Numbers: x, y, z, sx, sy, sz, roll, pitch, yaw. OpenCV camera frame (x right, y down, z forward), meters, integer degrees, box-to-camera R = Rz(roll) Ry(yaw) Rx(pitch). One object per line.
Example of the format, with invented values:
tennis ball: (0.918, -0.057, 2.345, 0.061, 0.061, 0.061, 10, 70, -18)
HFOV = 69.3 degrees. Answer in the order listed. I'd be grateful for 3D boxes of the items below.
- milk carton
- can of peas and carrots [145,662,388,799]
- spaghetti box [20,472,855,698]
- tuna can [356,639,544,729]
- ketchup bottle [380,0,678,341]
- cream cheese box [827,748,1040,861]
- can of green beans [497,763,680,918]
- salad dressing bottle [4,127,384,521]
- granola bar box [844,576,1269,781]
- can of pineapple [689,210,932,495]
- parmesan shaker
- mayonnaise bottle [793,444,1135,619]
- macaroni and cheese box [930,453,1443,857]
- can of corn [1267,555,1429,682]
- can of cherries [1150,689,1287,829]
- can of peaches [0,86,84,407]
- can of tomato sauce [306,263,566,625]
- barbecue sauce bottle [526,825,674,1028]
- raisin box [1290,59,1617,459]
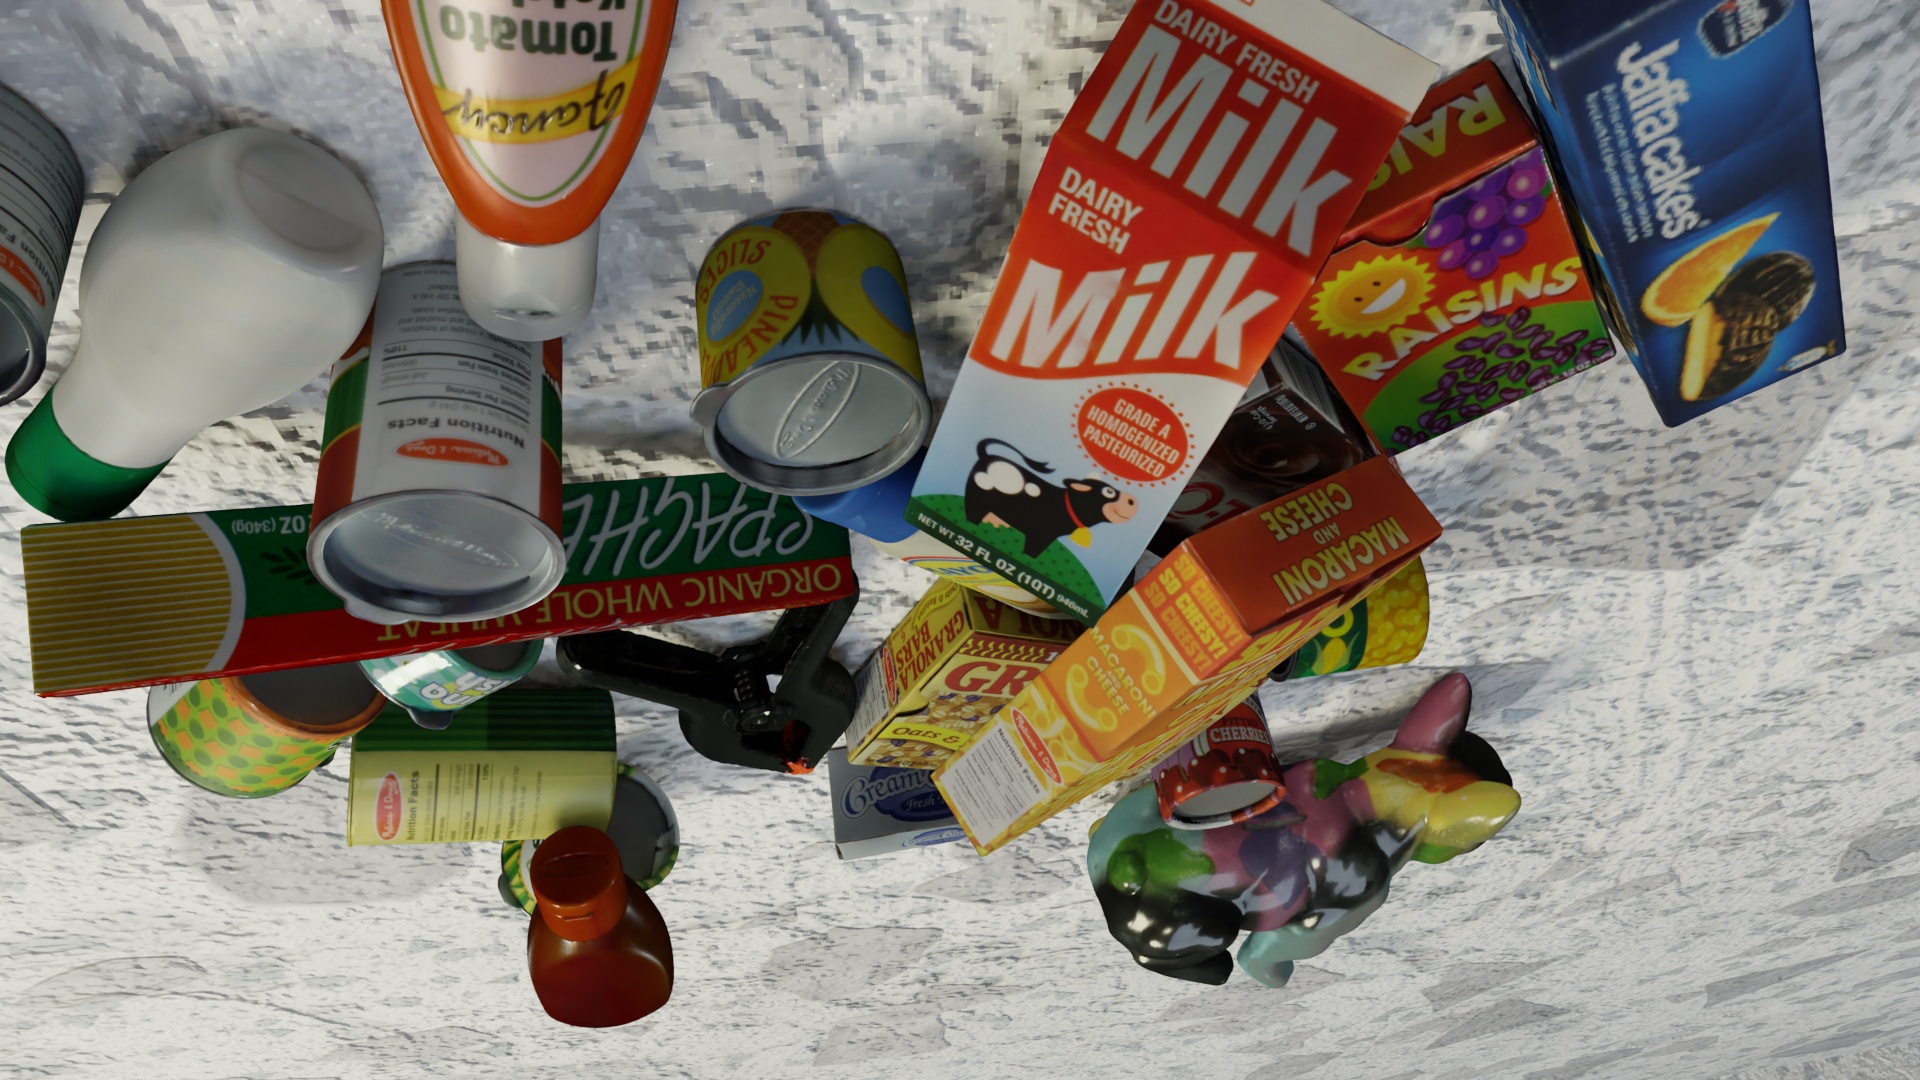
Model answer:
milk carton: (0.052, -0.068, 0.385, 0.072, 0.074, 0.189, 31, 139, 4)
can of peas and carrots: (-0.252, 0.055, 0.515, 0.058, 0.071, 0.071, -34, 141, 31)
spaghetti box: (-0.154, 0.009, 0.451, 0.251, 0.050, 0.028, -6, 176, -25)
tuna can: (-0.181, 0.028, 0.490, 0.033, 0.071, 0.071, -26, 144, 20)
ketchup bottle: (-0.102, -0.110, 0.329, 0.065, 0.044, 0.148, 0, 146, -17)
cream cheese box: (-0.015, 0.127, 0.709, 0.104, 0.053, 0.024, -10, 145, -2)
can of green beans: (-0.181, 0.150, 0.683, 0.057, 0.071, 0.071, -34, 141, 31)
salad dressing bottle: (-0.217, -0.053, 0.383, 0.147, 0.044, 0.064, -31, 143, 31)
granola bar box: (0.044, 0.067, 0.648, 0.166, 0.039, 0.123, 9, 142, -28)
can of pineapple: (-0.046, -0.056, 0.414, 0.071, 0.058, 0.070, -8, 147, -5)
parmesan shaker: (-0.204, 0.097, 0.593, 0.103, 0.071, 0.071, 3, 145, -22)
mayonnaise bottle: (0.002, -0.006, 0.502, 0.064, 0.041, 0.148, -3, 163, 39)
macaroni and cheese box: (0.080, 0.044, 0.504, 0.124, 0.040, 0.165, -20, 160, -42)
can of corn: (0.158, 0.023, 0.587, 0.058, 0.071, 0.070, -7, 147, -7)
can of cherries: (0.132, 0.111, 0.723, 0.071, 0.058, 0.071, -8, 148, -5)
can of peaches: (-0.252, -0.071, 0.329, 0.071, 0.058, 0.071, -8, 148, -5)
can of tomato sauce: (-0.150, -0.027, 0.404, 0.071, 0.083, 0.070, -8, 147, -5)
barbecue sauce bottle: (-0.165, 0.176, 0.624, 0.065, 0.044, 0.147, -4, 145, -11)
raisin box: (0.152, -0.084, 0.449, 0.086, 0.040, 0.123, -25, 144, 22)
